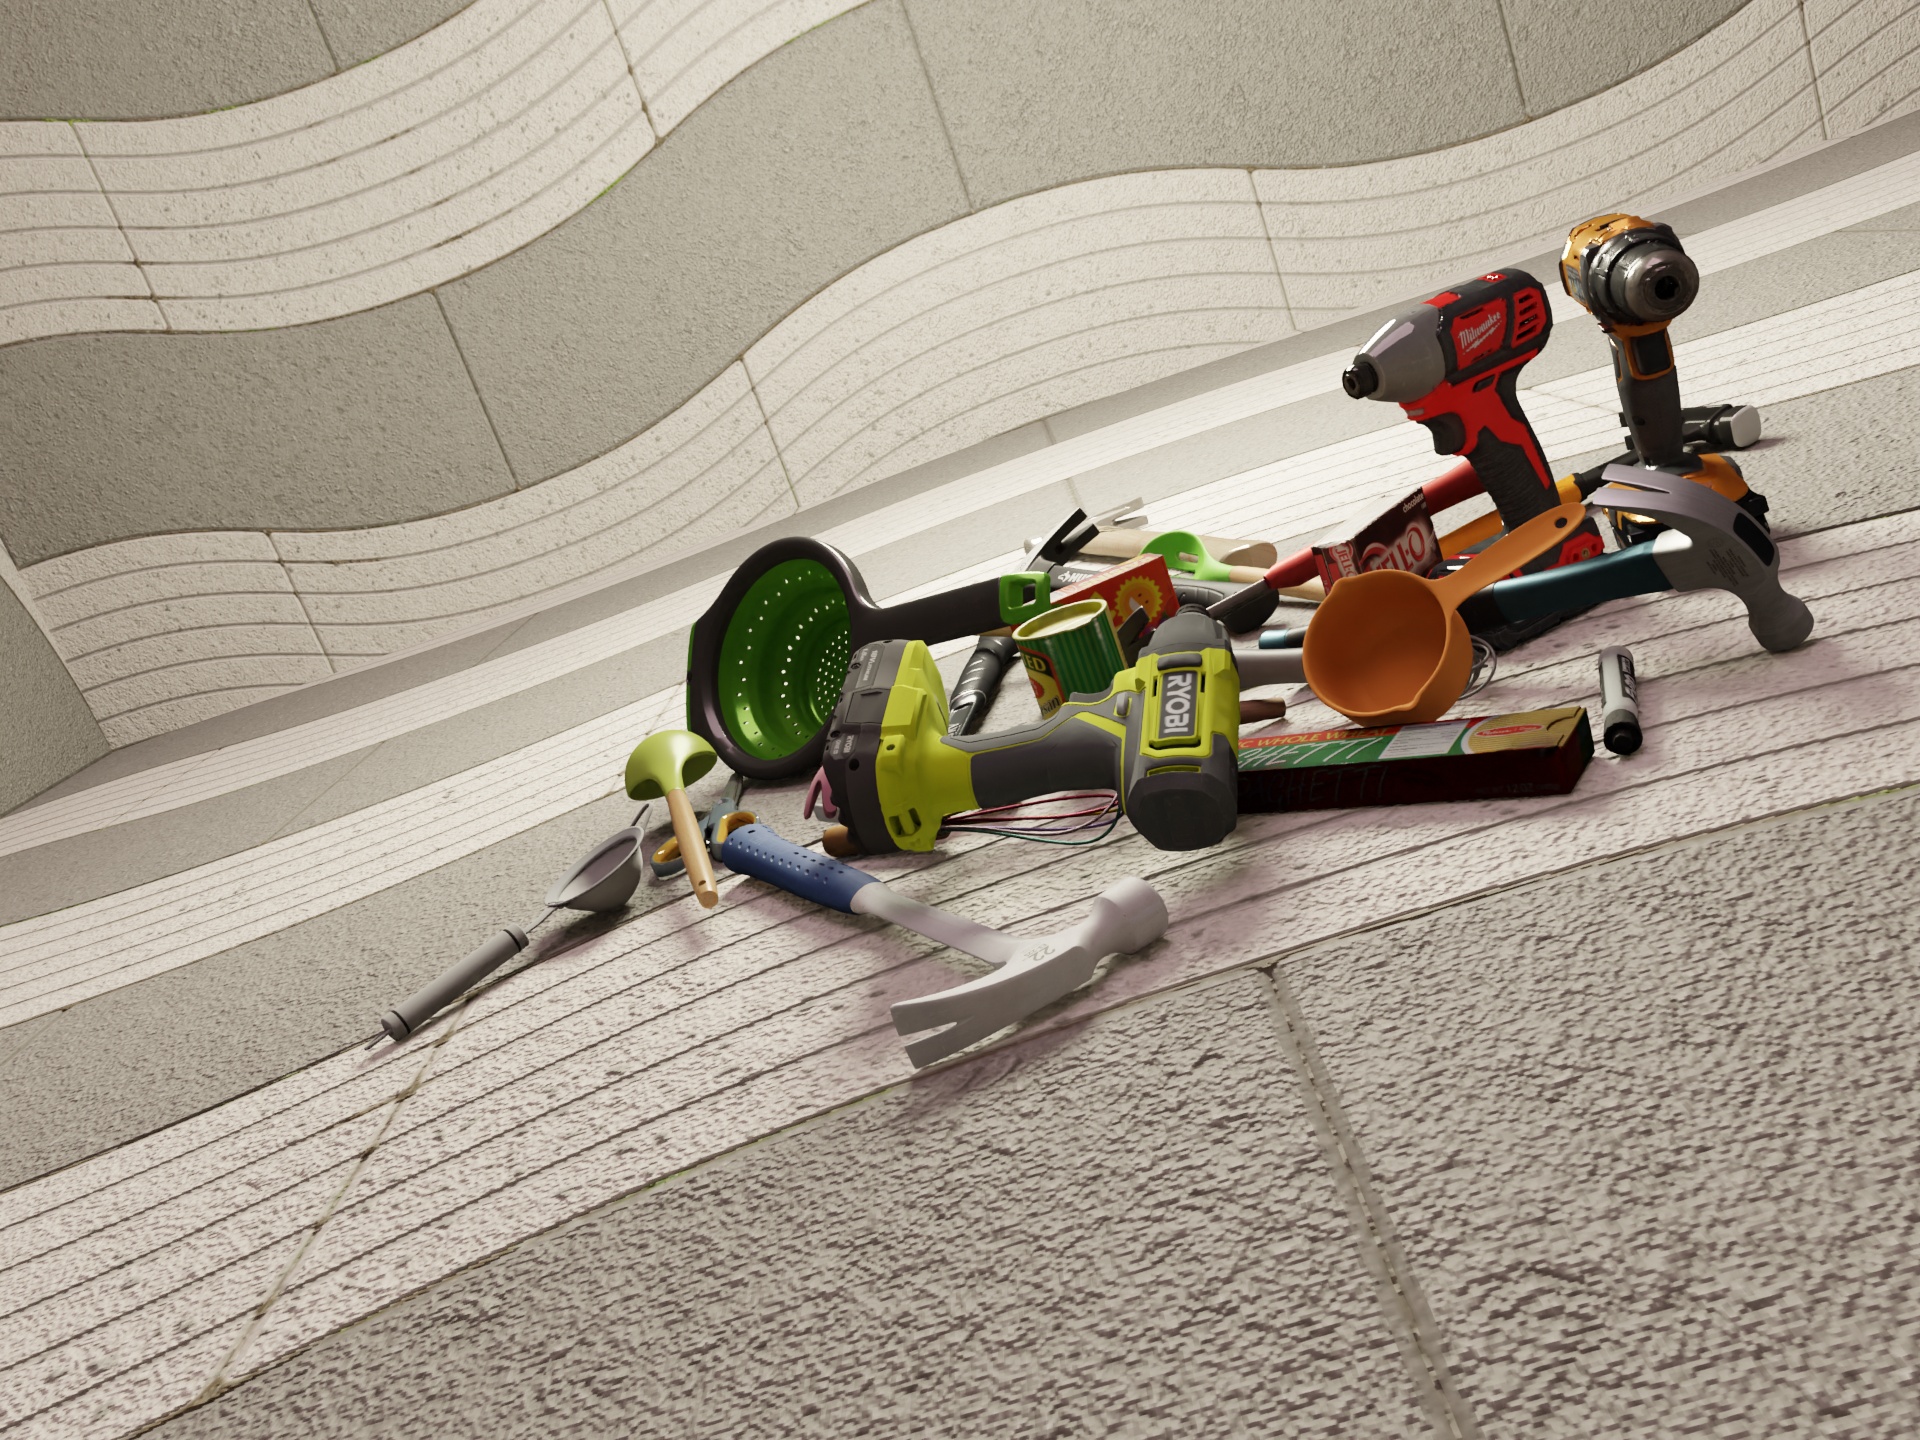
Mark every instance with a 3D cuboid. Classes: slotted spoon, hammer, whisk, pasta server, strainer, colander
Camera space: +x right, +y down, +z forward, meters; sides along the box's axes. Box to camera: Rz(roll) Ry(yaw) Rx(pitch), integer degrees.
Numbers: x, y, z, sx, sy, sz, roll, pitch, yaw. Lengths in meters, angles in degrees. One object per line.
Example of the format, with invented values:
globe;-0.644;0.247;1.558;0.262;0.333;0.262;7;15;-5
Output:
slotted spoon;0.242;-0.114;1.307;0.031;0.070;0.314;21;0;-29
hammer;-0.054;0.107;0.926;0.144;0.035;0.406;-27;17;-25
hammer;0.202;-0.176;1.566;0.146;0.038;0.411;-23;16;-15
whisk;0.007;0.064;1.005;0.245;0.051;0.047;-13;-5;38
pasta server;0.055;0.020;1.012;0.316;0.040;0.060;-8;-7;-6
hammer;-0.002;-0.004;1.243;0.149;0.036;0.409;-17;15;15
hammer;0.262;-0.121;1.160;0.359;0.037;0.149;-28;-9;-13
hammer;0.457;-0.173;1.237;0.337;0.034;0.127;-26;17;-20
strainer;-0.300;0.147;1.097;0.258;0.050;0.087;-38;17;-34
colander;-0.063;-0.057;1.287;0.397;0.205;0.094;-11;-17;41
whisk;0.218;-0.031;1.000;0.239;0.055;0.055;-1;24;40
hammer;0.149;-0.116;1.366;0.146;0.035;0.335;-52;30;-15
hammer;0.316;-0.067;0.955;0.331;0.128;0.033;-14;35;51

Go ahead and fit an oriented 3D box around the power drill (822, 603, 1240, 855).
power drill;0.047;0.002;0.907;0.223;0.080;0.171;-5;41;16

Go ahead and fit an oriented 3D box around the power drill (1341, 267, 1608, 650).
power drill;0.327;-0.162;1.015;0.143;0.219;0.079;-25;16;-18

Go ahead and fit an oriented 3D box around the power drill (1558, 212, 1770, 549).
power drill;0.440;-0.203;0.997;0.084;0.226;0.185;-16;16;16

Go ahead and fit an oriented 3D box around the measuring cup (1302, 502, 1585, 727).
measuring cup;0.277;-0.059;0.890;0.173;0.052;0.095;-36;53;21

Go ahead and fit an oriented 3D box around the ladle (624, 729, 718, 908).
ladle;-0.200;0.076;1.167;0.078;0.062;0.320;-25;23;-7

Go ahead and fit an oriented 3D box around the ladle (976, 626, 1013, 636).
ladle;0.027;-0.080;1.354;0.315;0.031;0.069;5;12;38
